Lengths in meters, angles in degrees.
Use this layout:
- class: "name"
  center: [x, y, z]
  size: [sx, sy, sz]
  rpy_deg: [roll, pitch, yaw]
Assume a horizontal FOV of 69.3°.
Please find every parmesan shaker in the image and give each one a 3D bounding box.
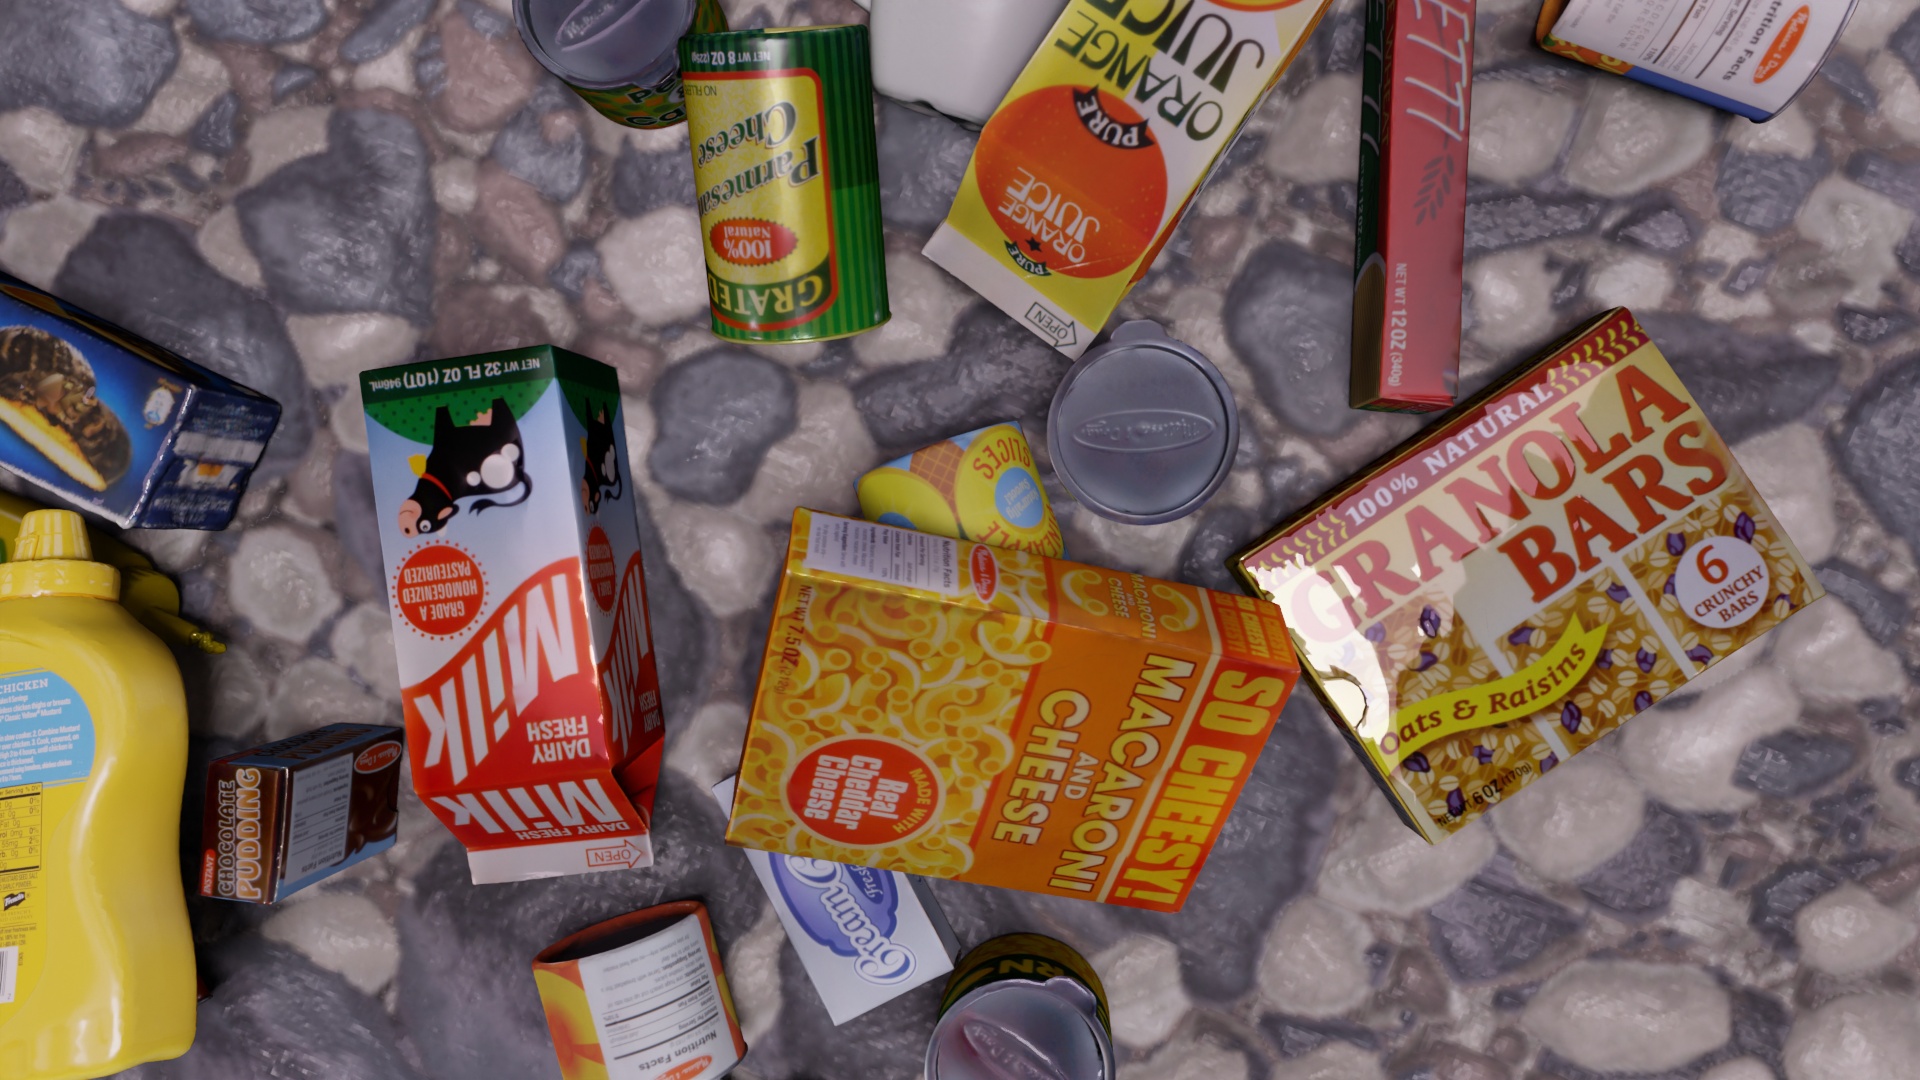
- class: "parmesan shaker"
  center: [-0.064, -0.127, 0.494]
  size: [0.071, 0.071, 0.102]
  rpy_deg: [-2, 111, 4]

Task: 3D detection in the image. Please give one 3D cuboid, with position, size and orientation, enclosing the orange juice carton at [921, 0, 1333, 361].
- class: "orange juice carton"
  center: [0.068, -0.163, 0.497]
  size: [0.072, 0.073, 0.192]
  rpy_deg: [35, 93, 3]

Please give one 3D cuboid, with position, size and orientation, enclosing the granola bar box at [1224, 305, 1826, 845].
- class: "granola bar box"
  center: [0.201, 0.013, 0.506]
  size: [0.165, 0.039, 0.124]
  rpy_deg: [-34, 88, 3]

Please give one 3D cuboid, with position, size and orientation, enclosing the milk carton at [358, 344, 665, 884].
- class: "milk carton"
  center: [-0.159, 0.030, 0.513]
  size: [0.072, 0.073, 0.190]
  rpy_deg: [-7, 90, 4]

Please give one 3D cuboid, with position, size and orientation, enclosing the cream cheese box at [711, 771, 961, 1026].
- class: "cream cheese box"
  center: [-0.047, 0.126, 0.530]
  size: [0.053, 0.024, 0.104]
  rpy_deg: [-29, 88, 5]

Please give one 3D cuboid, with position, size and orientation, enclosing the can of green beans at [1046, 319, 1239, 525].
- class: "can of green beans"
  center: [0.065, -0.038, 0.505]
  size: [0.071, 0.058, 0.071]
  rpy_deg: [0, 91, 4]

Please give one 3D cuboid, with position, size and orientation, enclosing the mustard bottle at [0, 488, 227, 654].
- class: "mustard bottle"
  center: [-0.361, 0.017, 0.538]
  size: [0.160, 0.049, 0.065]
  rpy_deg: [16, 93, 4]

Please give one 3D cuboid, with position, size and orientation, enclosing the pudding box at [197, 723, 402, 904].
- class: "pudding box"
  center: [-0.241, 0.099, 0.514]
  size: [0.030, 0.084, 0.049]
  rpy_deg: [5, 92, 6]

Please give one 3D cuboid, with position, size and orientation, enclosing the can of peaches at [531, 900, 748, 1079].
- class: "can of peaches"
  center: [-0.120, 0.172, 0.516]
  size: [0.071, 0.071, 0.058]
  rpy_deg: [-16, 90, 4]

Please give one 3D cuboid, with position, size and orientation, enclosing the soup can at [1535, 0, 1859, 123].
- class: "soup can"
  center: [0.258, -0.194, 0.490]
  size: [0.084, 0.071, 0.071]
  rpy_deg: [21, 92, 4]

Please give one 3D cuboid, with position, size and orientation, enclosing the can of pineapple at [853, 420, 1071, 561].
- class: "can of pineapple"
  center: [0.002, -0.006, 0.504]
  size: [0.071, 0.071, 0.058]
  rpy_deg: [-20, 89, 4]

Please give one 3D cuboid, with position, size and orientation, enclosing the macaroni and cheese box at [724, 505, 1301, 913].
- class: "macaroni and cheese box"
  center: [0.013, 0.062, 0.475]
  size: [0.166, 0.040, 0.123]
  rpy_deg: [11, 124, -9]

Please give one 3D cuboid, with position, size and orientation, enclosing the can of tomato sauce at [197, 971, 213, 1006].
- class: "can of tomato sauce"
  center: [-0.338, 0.157, 0.527]
  size: [0.071, 0.071, 0.083]
  rpy_deg: [-30, 88, 4]

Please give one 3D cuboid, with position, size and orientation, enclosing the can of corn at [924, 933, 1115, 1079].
- class: "can of corn"
  center: [0.024, 0.182, 0.509]
  size: [0.071, 0.058, 0.071]
  rpy_deg: [0, 90, 4]

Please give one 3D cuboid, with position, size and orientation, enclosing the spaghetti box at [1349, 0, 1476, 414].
- class: "spaghetti box"
  center: [0.165, -0.171, 0.502]
  size: [0.029, 0.050, 0.250]
  rpy_deg: [3, 90, 3]

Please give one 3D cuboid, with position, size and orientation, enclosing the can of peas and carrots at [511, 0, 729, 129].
- class: "can of peas and carrots"
  center: [-0.122, -0.191, 0.517]
  size: [0.071, 0.059, 0.071]
  rpy_deg: [0, 91, 4]
